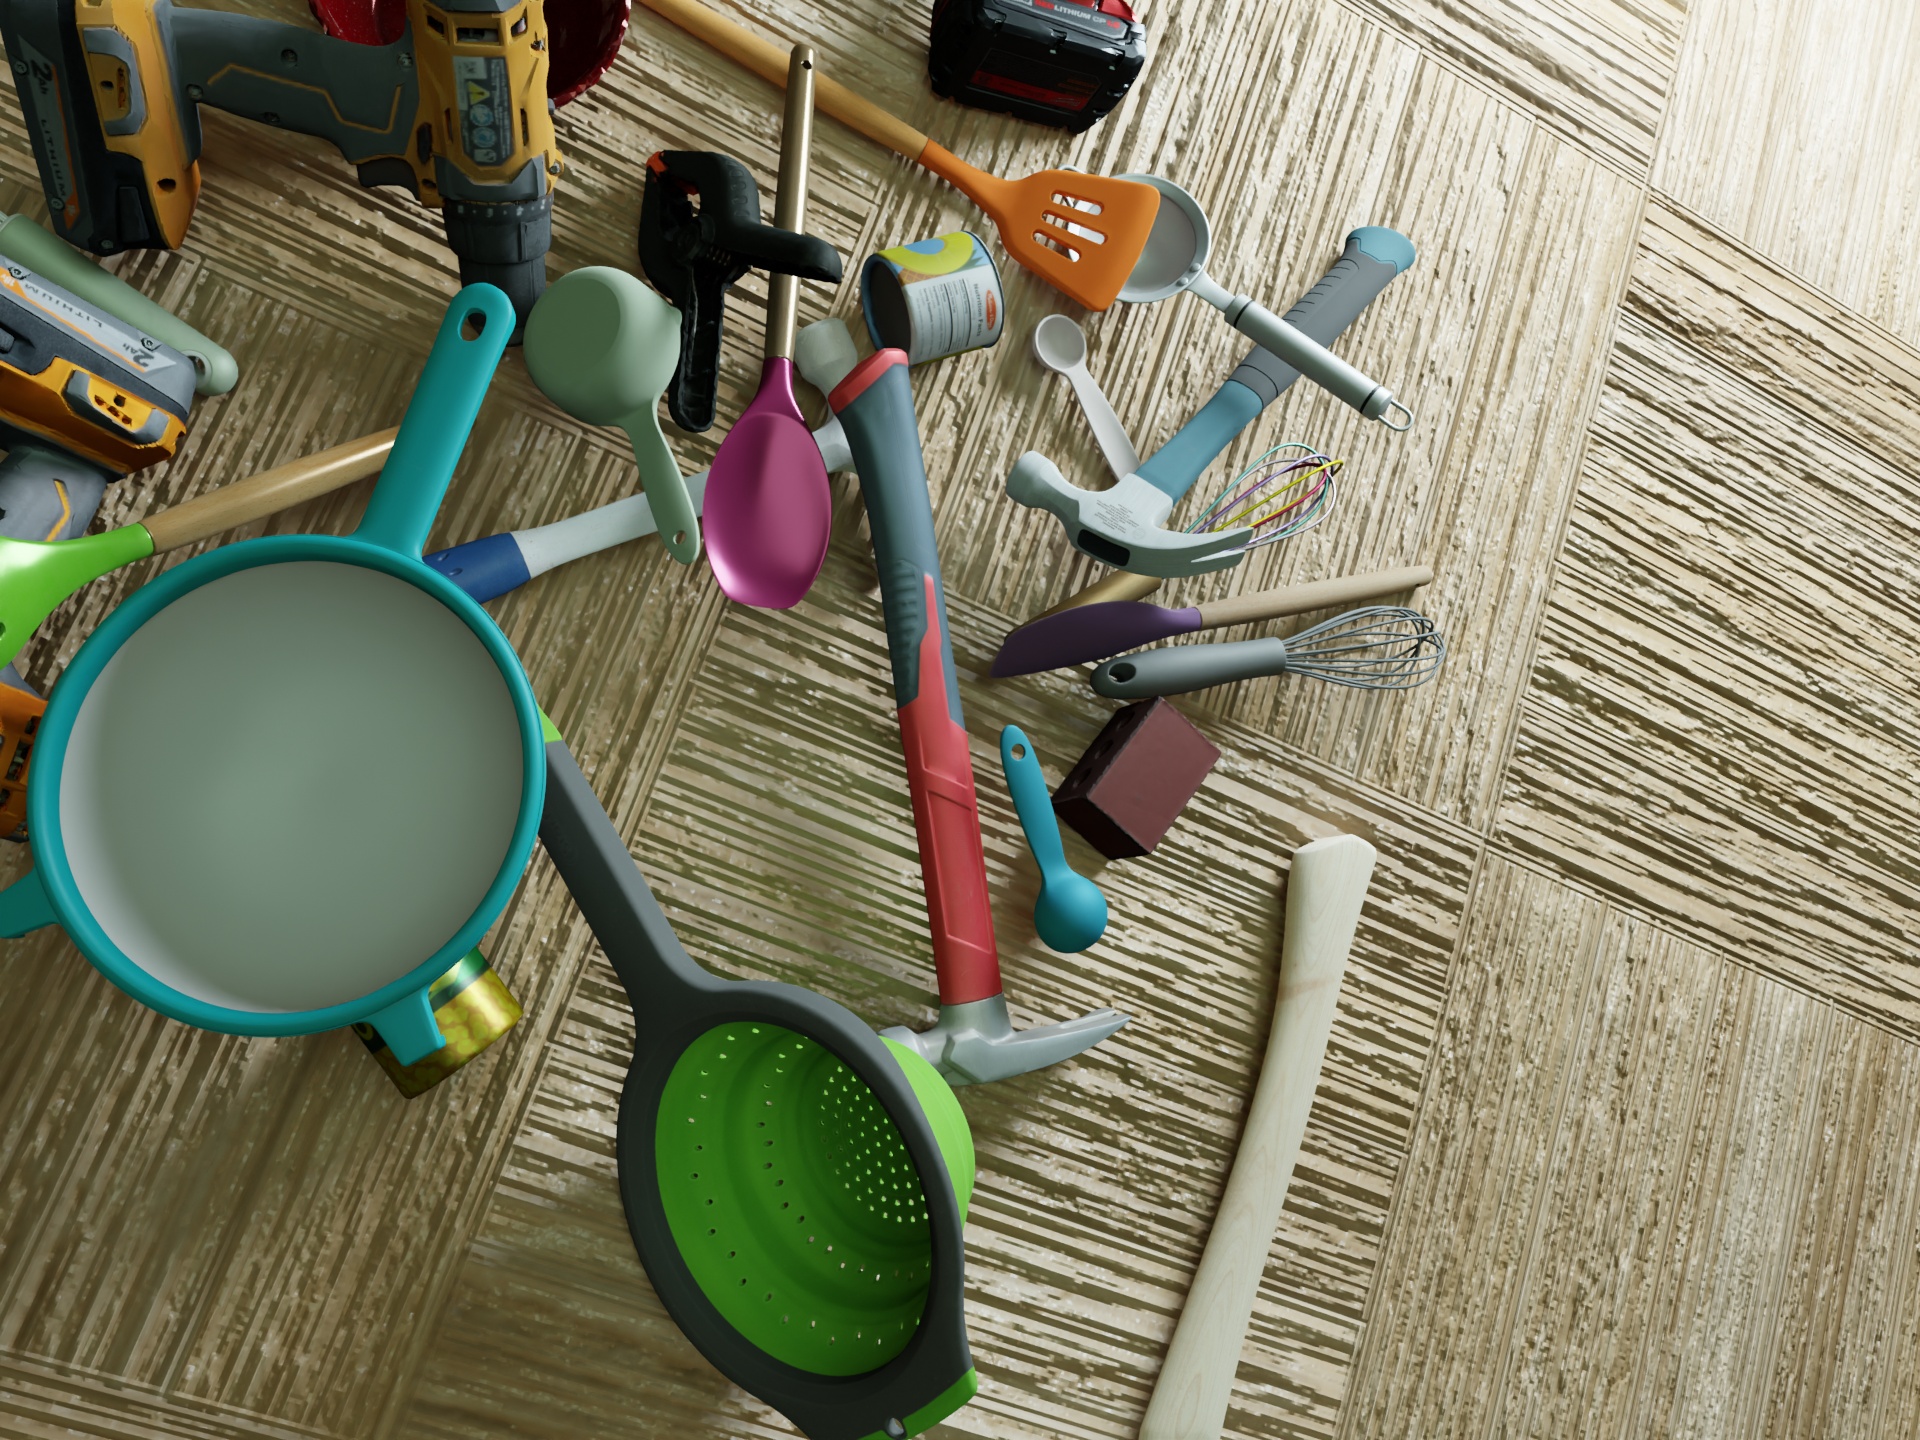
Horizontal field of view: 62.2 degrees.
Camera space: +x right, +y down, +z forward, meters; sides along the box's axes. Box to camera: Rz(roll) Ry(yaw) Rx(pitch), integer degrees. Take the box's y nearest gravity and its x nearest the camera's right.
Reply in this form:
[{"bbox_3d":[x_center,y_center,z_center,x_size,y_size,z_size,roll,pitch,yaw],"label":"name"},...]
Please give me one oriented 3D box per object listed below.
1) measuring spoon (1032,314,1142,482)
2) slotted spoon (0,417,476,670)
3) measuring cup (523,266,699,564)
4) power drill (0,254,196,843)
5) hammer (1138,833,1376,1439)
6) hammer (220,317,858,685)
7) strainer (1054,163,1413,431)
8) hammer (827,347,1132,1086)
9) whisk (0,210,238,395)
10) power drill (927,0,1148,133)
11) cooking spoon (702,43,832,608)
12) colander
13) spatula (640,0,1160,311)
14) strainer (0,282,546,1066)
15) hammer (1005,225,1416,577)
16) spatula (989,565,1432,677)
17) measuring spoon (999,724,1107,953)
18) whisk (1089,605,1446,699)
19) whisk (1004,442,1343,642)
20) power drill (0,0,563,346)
[{"bbox_3d":[0.077,-0.182,0.944,0.034,0.018,0.124,-35,101,-25],"label":"measuring spoon"},{"bbox_3d":[-0.338,-0.091,0.702,0.314,0.031,0.070,-37,126,-46],"label":"slotted spoon"},{"bbox_3d":[-0.165,-0.150,0.776,0.083,0.038,0.168,-29,68,13],"label":"measuring cup"},{"bbox_3d":[-0.431,-0.078,0.665,0.164,0.084,0.227,30,64,-49],"label":"power drill"},{"bbox_3d":[0.175,0.263,0.897,0.146,0.038,0.411,25,74,-17],"label":"hammer"},{"bbox_3d":[-0.211,-0.082,0.807,0.405,0.035,0.144,-23,90,-22],"label":"hammer"},{"bbox_3d":[0.155,-0.241,0.929,0.258,0.050,0.087,39,79,16],"label":"strainer"},{"bbox_3d":[-0.001,-0.003,0.845,0.143,0.038,0.386,-9,93,-23],"label":"hammer"},{"bbox_3d":[-0.450,-0.230,0.739,0.246,0.059,0.058,35,108,-16],"label":"whisk"},{"bbox_3d":[0.068,-0.476,0.953,0.187,0.080,0.227,7,76,-20],"label":"power drill"},{"bbox_3d":[-0.094,-0.213,0.842,0.068,0.017,0.319,8,78,-22],"label":"cooking spoon"},{"bbox_3d":[-0.104,0.148,0.779,0.094,0.204,0.397,-14,68,-55],"label":"colander"},{"bbox_3d":[-0.041,-0.340,0.906,0.322,0.041,0.081,26,90,-13],"label":"spatula"},{"bbox_3d":[-0.262,-0.028,0.714,0.211,0.095,0.340,17,78,1],"label":"strainer"},{"bbox_3d":[0.174,-0.201,0.947,0.128,0.033,0.331,36,62,15],"label":"hammer"},{"bbox_3d":[0.159,-0.065,0.934,0.316,0.059,0.018,-11,60,-28],"label":"spatula"},{"bbox_3d":[0.048,0.063,0.833,0.042,0.021,0.128,-23,100,-23],"label":"measuring spoon"},{"bbox_3d":[0.186,-0.035,0.941,0.239,0.055,0.055,-8,85,-20],"label":"whisk"},{"bbox_3d":[0.129,-0.099,0.931,0.245,0.047,0.051,-30,108,-18],"label":"whisk"},{"bbox_3d":[-0.304,-0.266,0.754,0.226,0.084,0.185,-5,128,-13],"label":"power drill"}]
